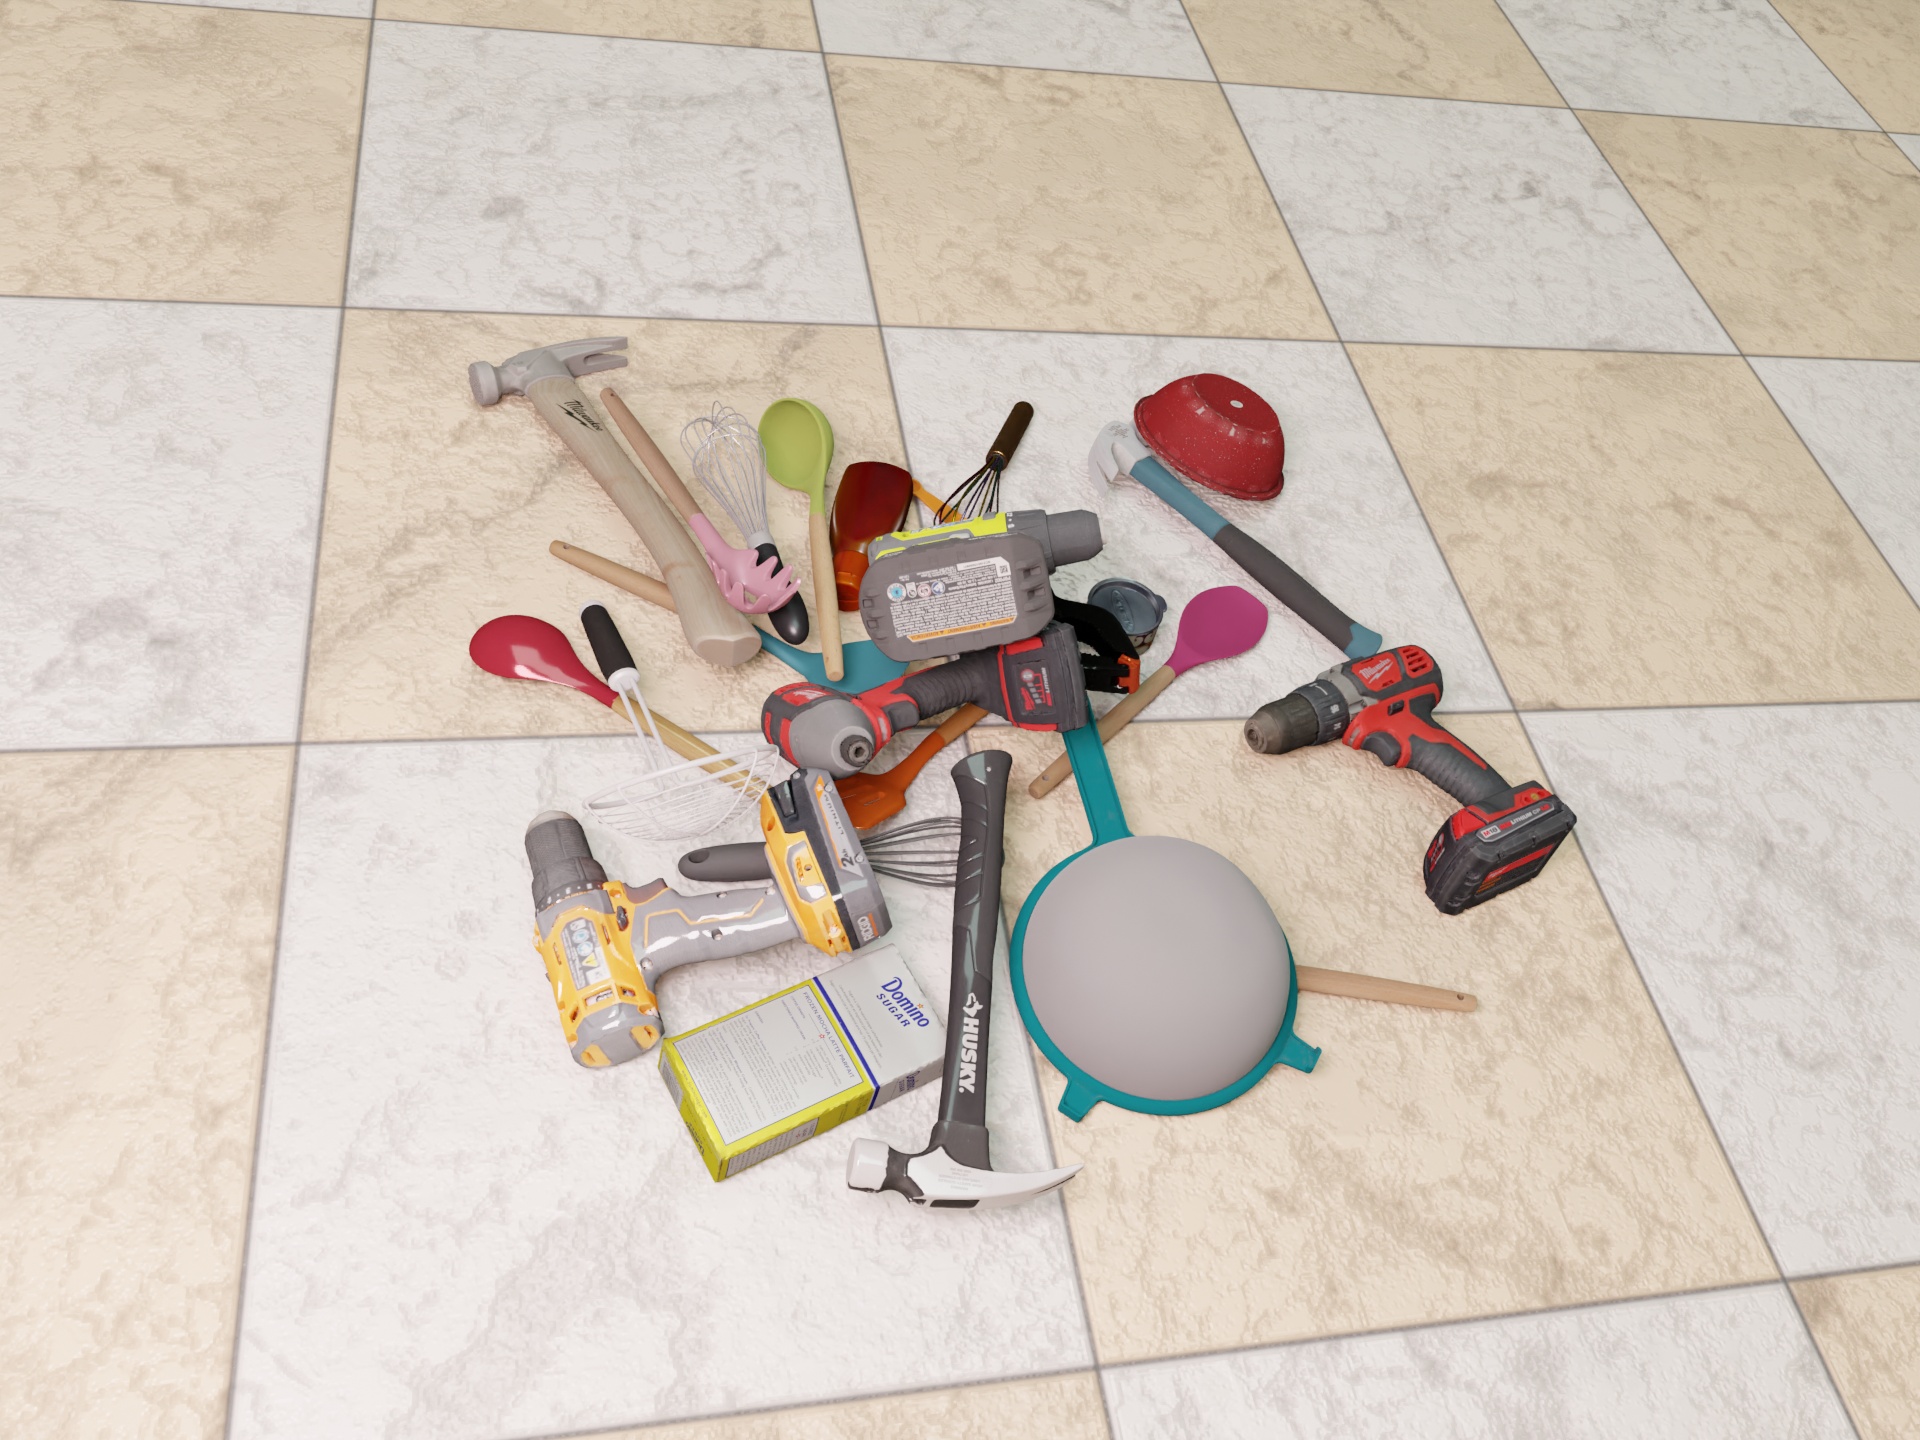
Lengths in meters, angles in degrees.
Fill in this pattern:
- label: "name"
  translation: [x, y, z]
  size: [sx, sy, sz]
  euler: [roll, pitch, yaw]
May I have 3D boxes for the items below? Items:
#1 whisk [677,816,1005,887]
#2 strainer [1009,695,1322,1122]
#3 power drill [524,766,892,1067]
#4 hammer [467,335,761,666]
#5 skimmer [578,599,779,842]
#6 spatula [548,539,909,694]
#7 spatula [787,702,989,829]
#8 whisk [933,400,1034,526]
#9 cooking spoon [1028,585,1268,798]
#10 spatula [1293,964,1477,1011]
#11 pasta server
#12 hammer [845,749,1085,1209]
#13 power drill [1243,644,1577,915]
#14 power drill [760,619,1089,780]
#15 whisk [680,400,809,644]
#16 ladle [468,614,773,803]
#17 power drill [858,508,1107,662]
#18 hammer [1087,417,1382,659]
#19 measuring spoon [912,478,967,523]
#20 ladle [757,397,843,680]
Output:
- label: "whisk"
  translation: [-0.084, 0.101, 1.156]
  size: [0.239, 0.055, 0.055]
  euler: [-3, 53, -9]
- label: "strainer"
  translation: [0.129, 0.105, 1.139]
  size: [0.211, 0.095, 0.341]
  euler: [-8, 62, -13]
- label: "power drill"
  translation: [-0.181, 0.111, 1.081]
  size: [0.226, 0.084, 0.186]
  euler: [-23, 59, -8]
- label: "hammer"
  translation: [-0.266, -0.192, 1.329]
  size: [0.146, 0.038, 0.411]
  euler: [-20, 54, -27]
- label: "skimmer"
  translation: [-0.227, -0.024, 1.113]
  size: [0.127, 0.090, 0.364]
  euler: [-16, 35, -16]
- label: "spatula"
  translation: [-0.190, -0.089, 1.282]
  size: [0.317, 0.044, 0.082]
  euler: [23, 47, 8]
- label: "spatula"
  translation: [-0.002, -0.004, 1.257]
  size: [0.081, 0.041, 0.322]
  euler: [27, 48, 29]
- label: "whisk"
  translation: [0.026, -0.219, 1.433]
  size: [0.047, 0.051, 0.245]
  euler: [51, 38, -23]
- label: "cooking spoon"
  translation: [0.158, -0.027, 1.326]
  size: [0.069, 0.017, 0.319]
  euler: [40, 54, 15]
- label: "spatula"
  translation: [0.226, 0.187, 1.171]
  size: [0.316, 0.018, 0.060]
  euler: [9, 53, -4]
- label: "pasta server"
  translation: [-0.221, -0.183, 1.279]
  size: [0.060, 0.040, 0.317]
  euler: [-8, 47, -37]
- label: "hammer"
  translation: [0.014, 0.163, 1.075]
  size: [0.146, 0.035, 0.335]
  euler: [11, 55, -9]
- label: "power drill"
  translation: [0.355, 0.043, 1.280]
  size: [0.188, 0.080, 0.227]
  euler: [-18, 55, -25]
- label: "power drill"
  translation: [-0.025, -0.012, 1.158]
  size: [0.219, 0.078, 0.143]
  euler: [-16, 16, -21]
- label: "whisk"
  translation: [-0.174, -0.164, 1.314]
  size: [0.070, 0.070, 0.285]
  euler: [-9, 50, -19]
- label: "ladle"
  translation: [-0.241, 0.000, 1.212]
  size: [0.315, 0.031, 0.069]
  euler: [31, 48, 10]
- label: "power drill"
  translation: [0.017, -0.116, 1.214]
  size: [0.190, 0.080, 0.228]
  euler: [-10, 14, 7]
- label: "hammer"
  translation: [0.247, -0.162, 1.434]
  size: [0.331, 0.033, 0.128]
  euler: [43, 41, 18]
- label: "measuring spoon"
  translation: [-0.009, -0.178, 1.417]
  size: [0.117, 0.011, 0.021]
  euler: [40, 50, 15]
- label: "ladle"
  translation: [-0.127, -0.153, 1.311]
  size: [0.062, 0.078, 0.321]
  euler: [19, 40, -28]
